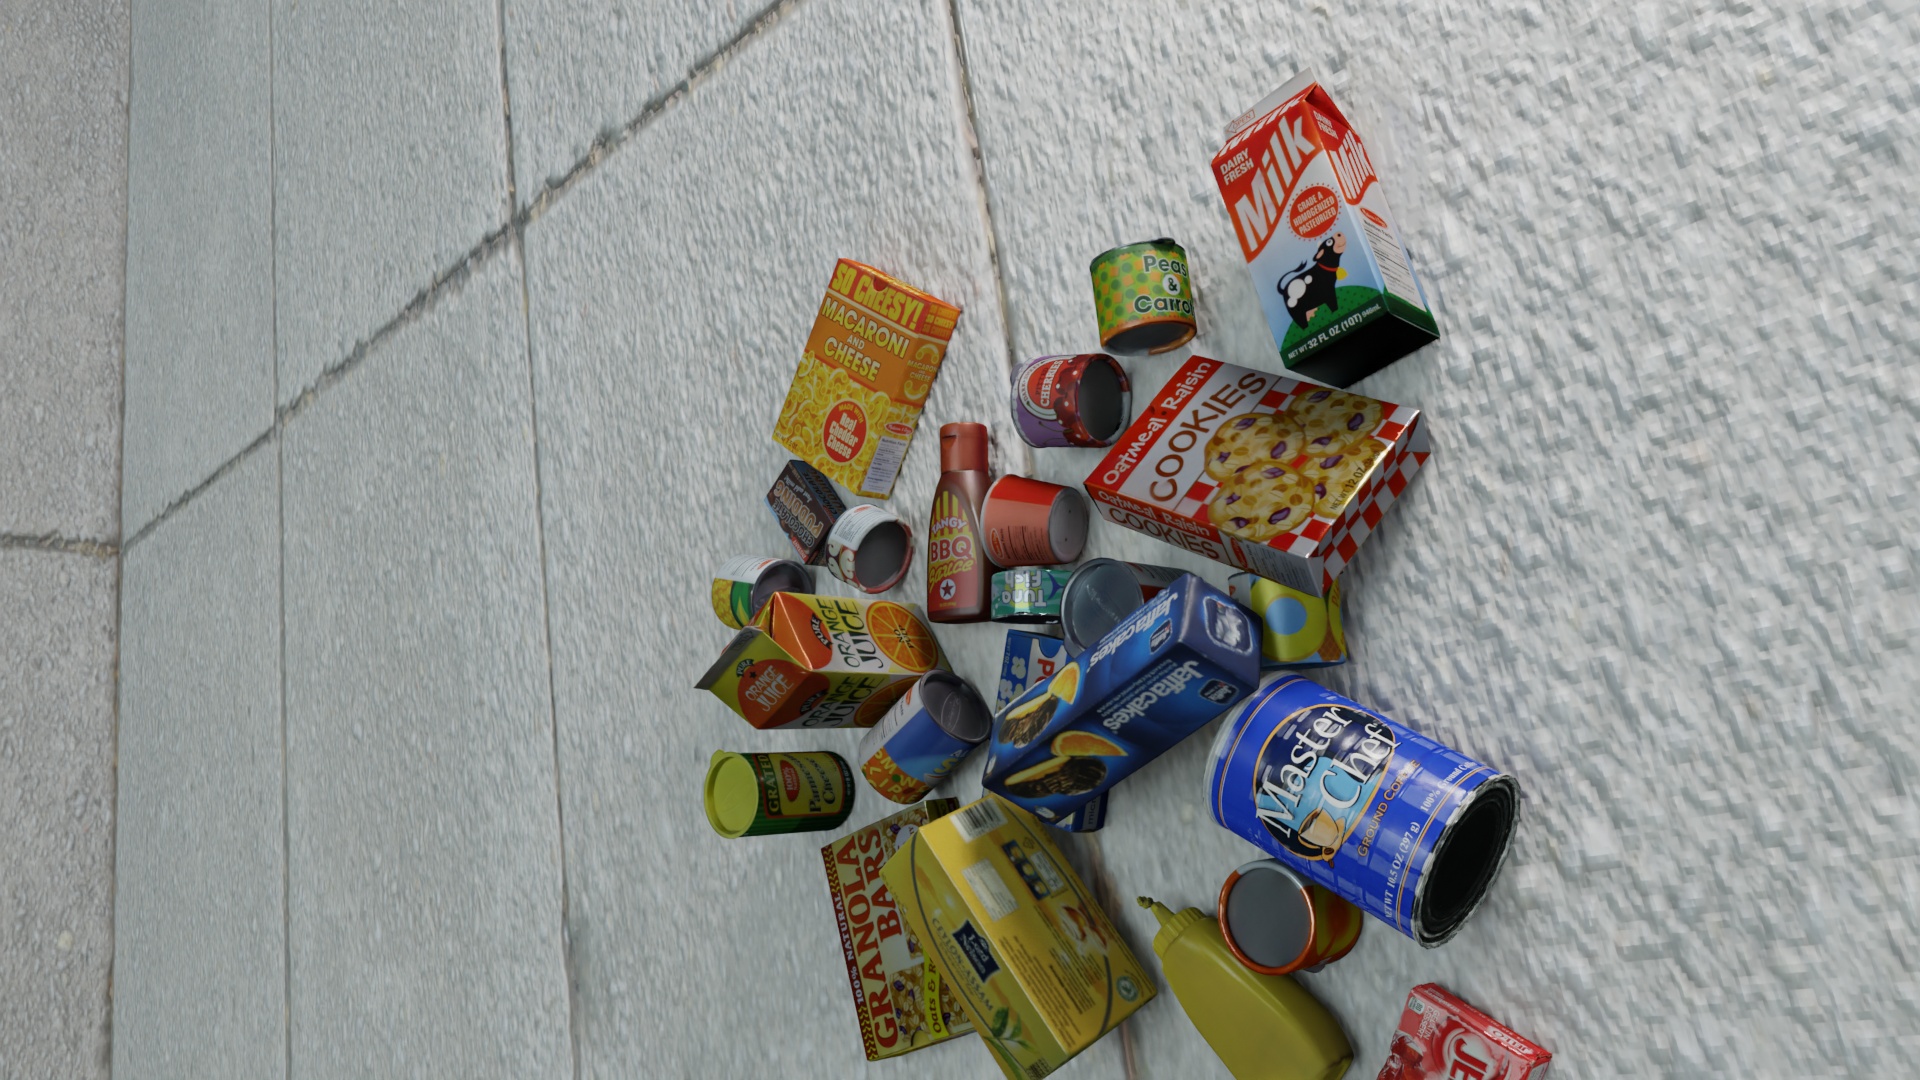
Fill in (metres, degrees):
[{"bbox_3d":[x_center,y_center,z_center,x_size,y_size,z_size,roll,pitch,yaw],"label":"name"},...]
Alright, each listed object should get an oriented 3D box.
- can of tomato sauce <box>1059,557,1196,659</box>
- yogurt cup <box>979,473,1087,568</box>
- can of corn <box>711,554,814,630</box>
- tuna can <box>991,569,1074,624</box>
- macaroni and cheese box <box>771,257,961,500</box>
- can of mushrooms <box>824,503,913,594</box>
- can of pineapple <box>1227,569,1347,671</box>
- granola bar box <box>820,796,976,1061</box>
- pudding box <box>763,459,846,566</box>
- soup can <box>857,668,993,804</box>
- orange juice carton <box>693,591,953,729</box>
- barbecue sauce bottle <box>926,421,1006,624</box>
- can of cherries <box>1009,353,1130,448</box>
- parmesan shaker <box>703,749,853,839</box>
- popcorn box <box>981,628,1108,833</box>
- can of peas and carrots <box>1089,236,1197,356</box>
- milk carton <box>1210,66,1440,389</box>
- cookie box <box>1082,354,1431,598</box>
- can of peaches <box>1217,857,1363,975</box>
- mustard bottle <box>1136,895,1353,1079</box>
[{"bbox_3d":[0.115,0.049,0.903,0.071,0.083,0.071,-7,80,42],"label":"can of tomato sauce"},{"bbox_3d":[0.054,-0.012,0.983,0.054,0.072,0.072,5,88,35],"label":"yogurt cup"},{"bbox_3d":[-0.168,0.049,1.177,0.058,0.071,0.071,5,88,44],"label":"can of corn"},{"bbox_3d":[0.053,0.040,0.970,0.071,0.071,0.033,-8,78,42],"label":"tuna can"},{"bbox_3d":[-0.080,-0.134,1.139,0.124,0.040,0.166,32,106,40],"label":"macaroni and cheese box"},{"bbox_3d":[-0.070,0.009,1.094,0.033,0.071,0.071,24,101,41],"label":"can of mushrooms"},{"bbox_3d":[0.199,0.048,0.838,0.071,0.071,0.058,-12,77,41],"label":"can of pineapple"},{"bbox_3d":[-0.037,0.291,1.039,0.123,0.039,0.166,-32,63,36],"label":"granola bar box"},{"bbox_3d":[-0.128,-0.023,1.174,0.049,0.030,0.084,-53,53,25],"label":"pudding box"},{"bbox_3d":[-0.025,0.148,1.033,0.083,0.071,0.071,-48,56,29],"label":"soup can"},{"bbox_3d":[-0.103,0.090,1.023,0.071,0.193,0.073,-46,57,28],"label":"orange juice carton"},{"bbox_3d":[0.004,-0.013,1.042,0.064,0.044,0.148,-9,77,43],"label":"barbecue sauce bottle"},{"bbox_3d":[0.076,-0.098,0.968,0.058,0.071,0.071,4,87,43],"label":"can of cherries"},{"bbox_3d":[-0.144,0.198,1.107,0.071,0.103,0.071,-6,80,42],"label":"parmesan shaker"},{"bbox_3d":[0.065,0.131,0.968,0.085,0.038,0.126,9,91,44],"label":"popcorn box"},{"bbox_3d":[0.125,-0.163,0.935,0.071,0.071,0.059,-17,74,40],"label":"can of peas and carrots"},{"bbox_3d":[0.216,-0.196,0.851,0.072,0.073,0.191,-29,65,36],"label":"milk carton"},{"bbox_3d":[0.177,-0.046,0.846,0.167,0.040,0.123,23,63,42],"label":"cookie box"},{"bbox_3d":[0.195,0.223,0.822,0.071,0.058,0.071,-7,79,42],"label":"can of peaches"},{"bbox_3d":[0.164,0.272,0.849,0.161,0.049,0.065,45,117,37],"label":"mustard bottle"}]
